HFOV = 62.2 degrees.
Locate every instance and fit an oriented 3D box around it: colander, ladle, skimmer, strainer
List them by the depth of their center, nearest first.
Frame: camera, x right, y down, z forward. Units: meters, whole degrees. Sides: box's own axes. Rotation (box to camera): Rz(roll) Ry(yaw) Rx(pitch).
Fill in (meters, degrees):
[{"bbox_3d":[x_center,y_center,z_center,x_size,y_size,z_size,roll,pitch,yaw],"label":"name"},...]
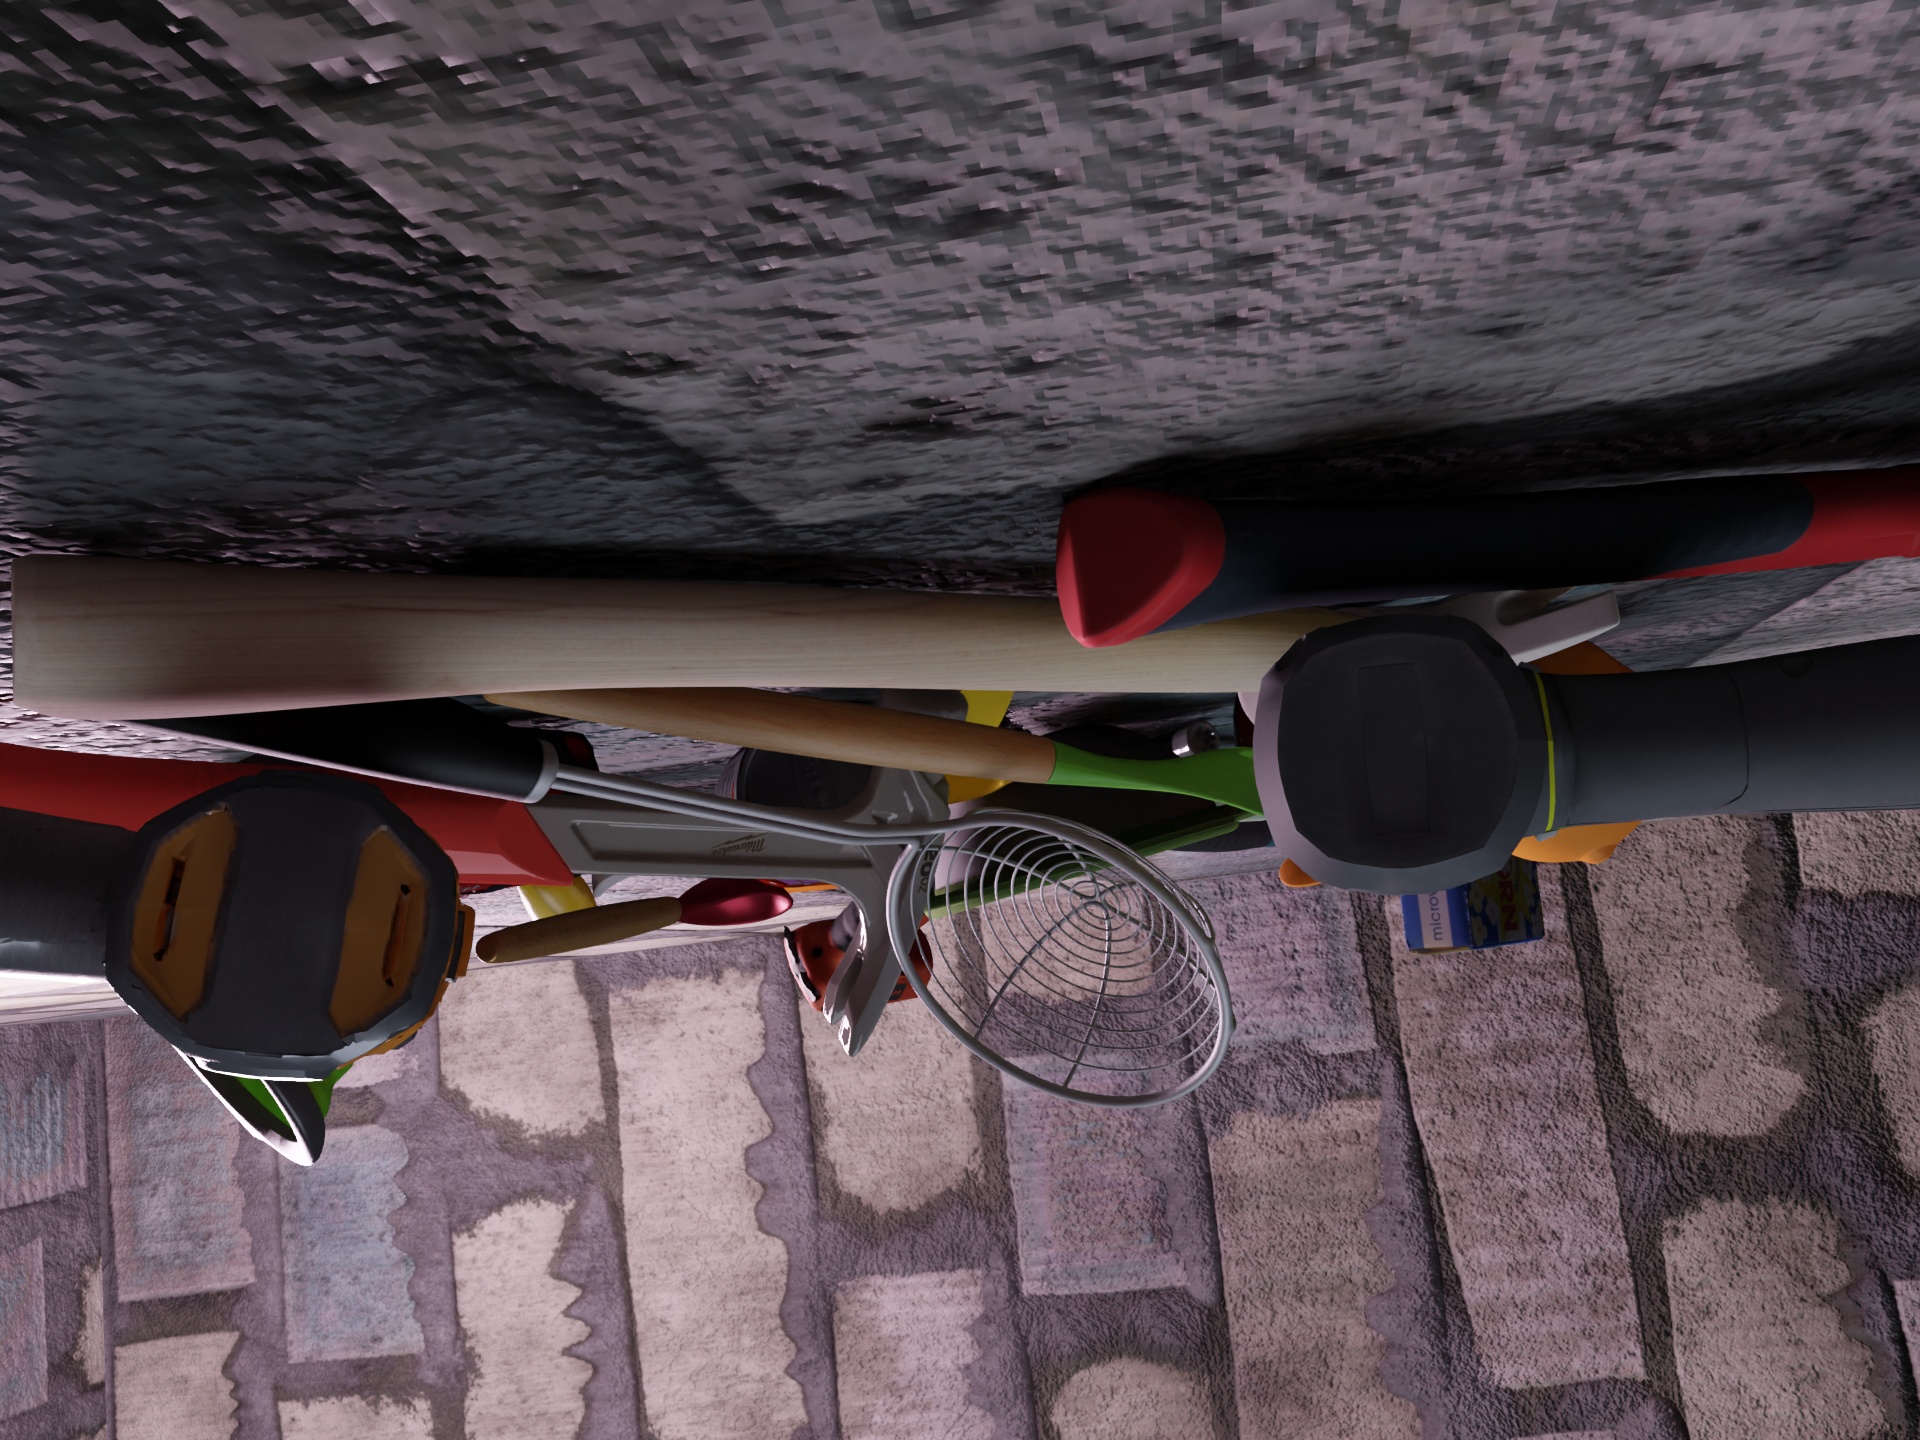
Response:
[{"bbox_3d":[-0.070,0.053,0.470,0.363,0.090,0.127,16,147,-36],"label":"skimmer"},{"bbox_3d":[0.096,0.023,0.726,0.256,0.069,0.151,-19,173,10],"label":"strainer"},{"bbox_3d":[-0.155,0.097,0.782,0.069,0.031,0.315,-14,175,11],"label":"ladle"},{"bbox_3d":[-0.413,0.138,0.942,0.094,0.204,0.397,-41,174,-34],"label":"colander"}]

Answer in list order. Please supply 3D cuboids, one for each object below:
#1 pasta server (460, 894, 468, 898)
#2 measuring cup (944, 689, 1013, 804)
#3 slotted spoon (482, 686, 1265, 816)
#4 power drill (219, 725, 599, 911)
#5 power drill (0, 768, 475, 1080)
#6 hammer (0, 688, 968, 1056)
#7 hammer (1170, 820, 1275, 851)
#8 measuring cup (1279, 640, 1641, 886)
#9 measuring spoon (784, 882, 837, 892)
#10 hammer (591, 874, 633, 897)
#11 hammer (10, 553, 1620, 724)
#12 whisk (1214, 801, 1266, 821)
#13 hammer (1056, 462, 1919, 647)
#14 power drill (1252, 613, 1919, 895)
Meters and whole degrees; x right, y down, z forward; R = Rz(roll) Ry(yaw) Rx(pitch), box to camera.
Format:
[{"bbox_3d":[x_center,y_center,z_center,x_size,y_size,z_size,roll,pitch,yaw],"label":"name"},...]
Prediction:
[{"bbox_3d":[-0.171,0.066,0.838,0.316,0.040,0.060,-9,171,1],"label":"pasta server"},{"bbox_3d":[-0.001,-0.002,0.631,0.062,0.029,0.156,-6,159,-12],"label":"measuring cup"},{"bbox_3d":[0.006,0.010,0.521,0.313,0.031,0.070,9,-166,-20],"label":"slotted spoon"},{"bbox_3d":[-0.241,0.052,0.610,0.143,0.078,0.219,-2,166,-36],"label":"power drill"},{"bbox_3d":[-0.227,0.038,0.362,0.226,0.084,0.185,10,169,-15],"label":"power drill"},{"bbox_3d":[-0.171,0.042,0.501,0.359,0.149,0.037,5,-156,-29],"label":"hammer"},{"bbox_3d":[0.175,0.068,0.979,0.128,0.033,0.330,19,-173,37],"label":"hammer"},{"bbox_3d":[0.192,0.026,0.642,0.173,0.095,0.052,-30,145,30],"label":"measuring cup"},{"bbox_3d":[-0.095,0.100,0.992,0.117,0.011,0.021,-7,165,20],"label":"measuring spoon"},{"bbox_3d":[-0.058,0.084,1.057,0.144,0.035,0.405,-16,167,42],"label":"hammer"},{"bbox_3d":[-0.012,-0.024,0.419,0.410,0.038,0.146,-1,168,-31],"label":"hammer"},{"bbox_3d":[0.171,0.043,0.888,0.059,0.058,0.246,-3,177,38],"label":"whisk"},{"bbox_3d":[0.212,-0.049,0.424,0.386,0.038,0.143,-5,172,-10],"label":"hammer"},{"bbox_3d":[0.194,0.006,0.399,0.228,0.080,0.190,-5,174,17],"label":"power drill"}]
